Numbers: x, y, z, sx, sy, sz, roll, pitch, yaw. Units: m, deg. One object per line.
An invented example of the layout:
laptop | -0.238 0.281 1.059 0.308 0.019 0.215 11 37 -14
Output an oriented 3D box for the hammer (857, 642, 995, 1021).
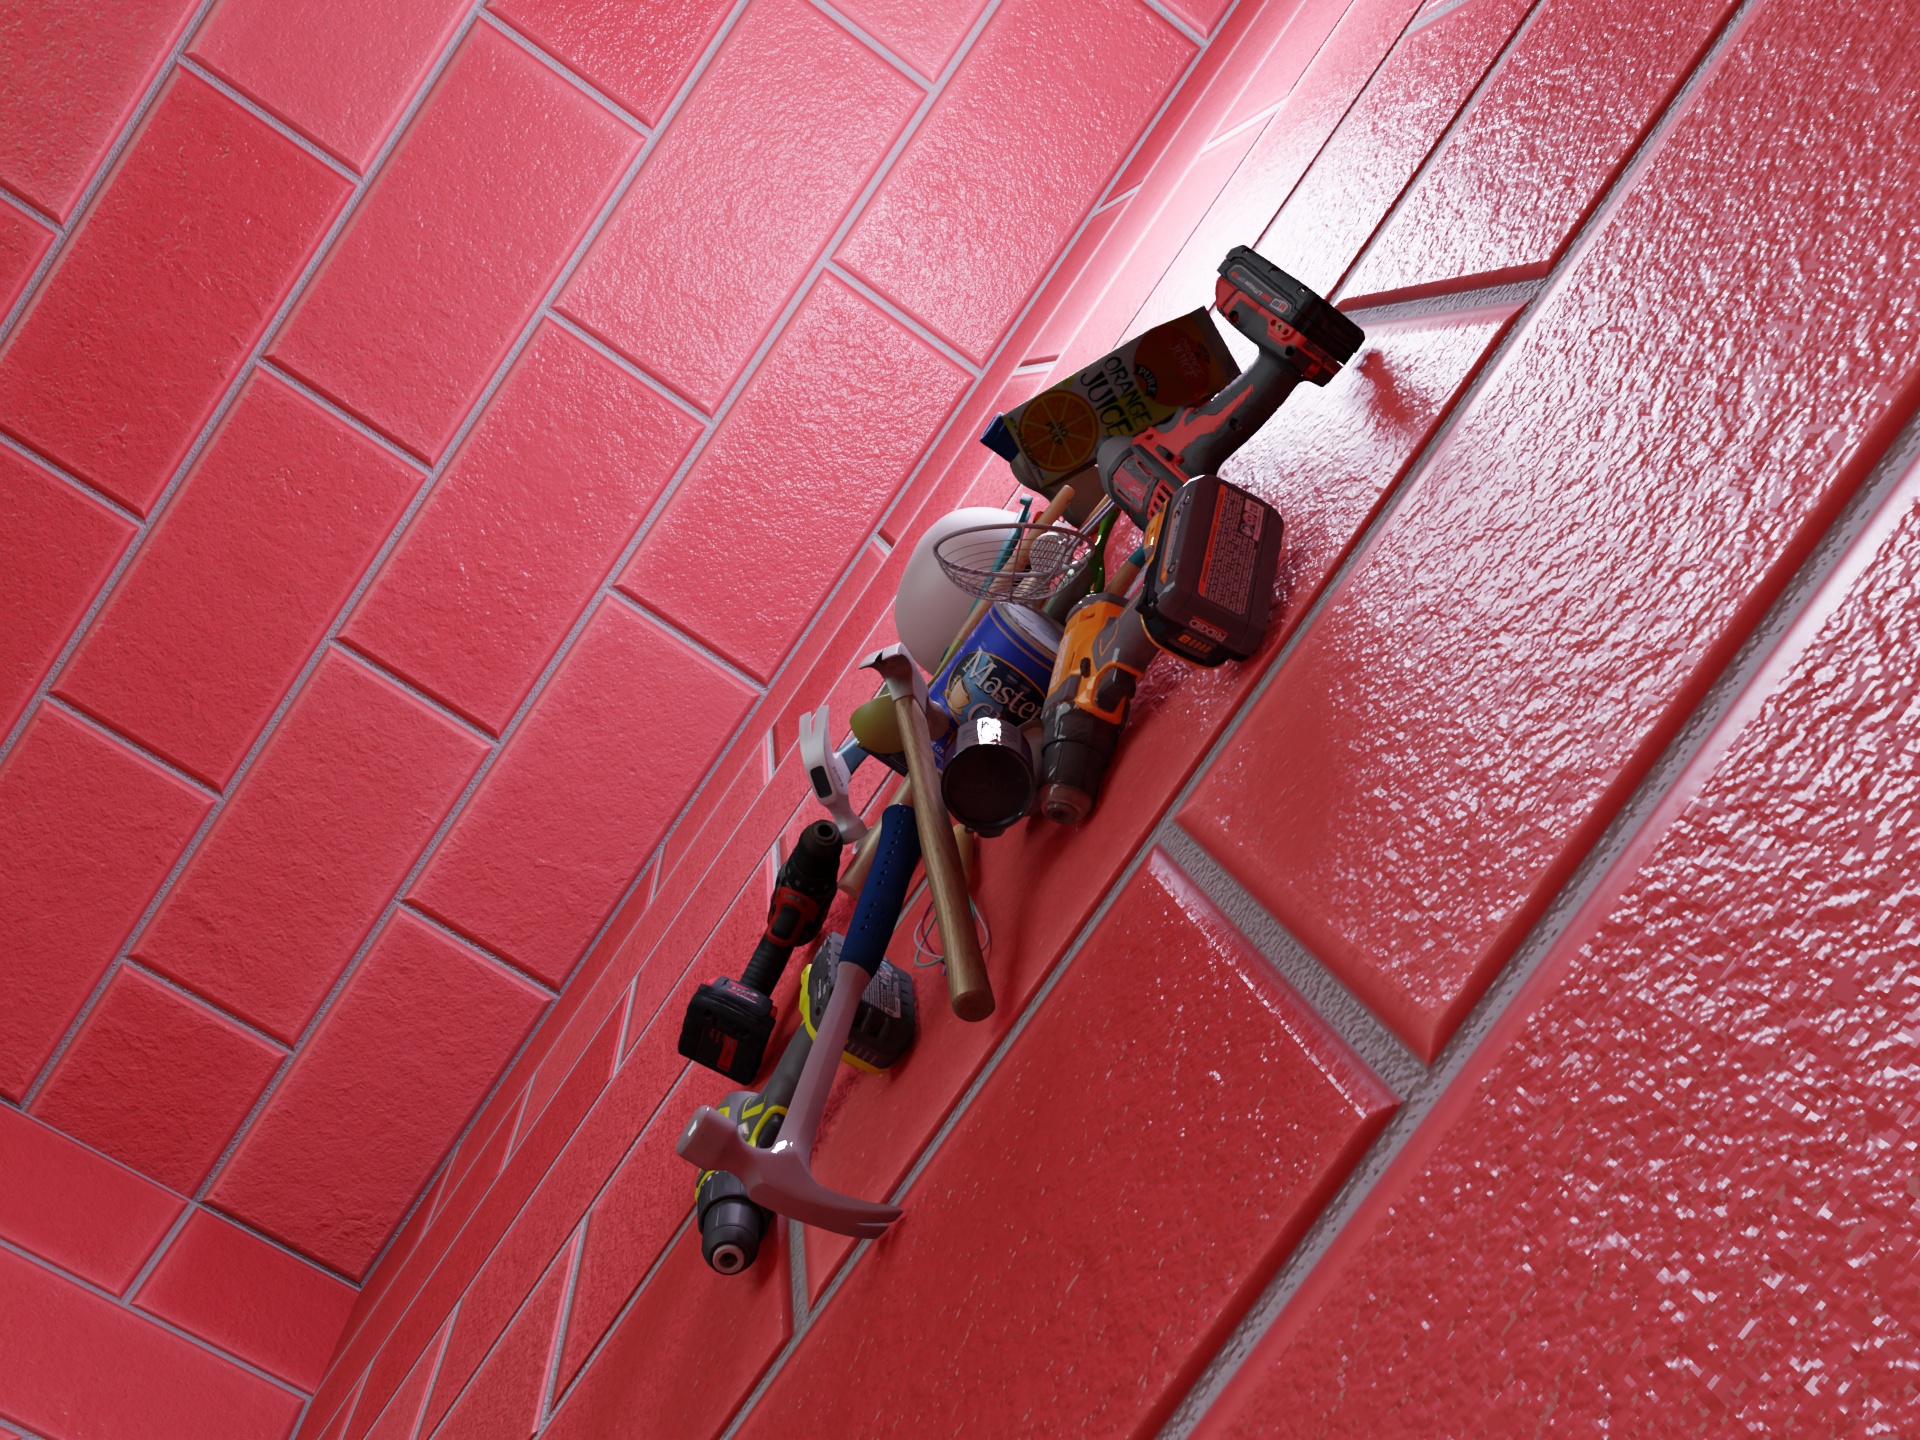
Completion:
hammer | -0.020 0.069 1.136 0.031 0.129 0.332 -22 45 8

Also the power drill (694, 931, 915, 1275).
power drill | -0.127 0.292 1.206 0.228 0.080 0.191 -56 12 12

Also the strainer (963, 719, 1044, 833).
strainer | 0.086 -0.007 1.238 0.258 0.050 0.086 -57 -33 -27

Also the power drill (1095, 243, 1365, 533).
power drill | 0.196 -0.247 1.239 0.219 0.078 0.143 -54 45 17

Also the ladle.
ladle | 0.006 -0.101 1.517 0.320 0.062 0.078 -55 -24 -10

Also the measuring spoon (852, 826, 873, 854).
measuring spoon | -0.068 0.108 1.603 0.124 0.018 0.034 -35 23 42

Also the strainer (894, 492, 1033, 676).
strainer | -0.021 -0.137 1.732 0.211 0.095 0.340 -64 3 -10

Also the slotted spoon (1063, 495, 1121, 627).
slotted spoon | 0.146 -0.212 1.472 0.070 0.031 0.314 78 -152 -55

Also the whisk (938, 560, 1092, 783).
whisk | 0.044 -0.037 1.396 0.057 0.059 0.246 -3 -49 -57

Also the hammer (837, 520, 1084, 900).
hammer | -0.002 -0.005 1.502 0.410 0.038 0.146 -59 -2 16

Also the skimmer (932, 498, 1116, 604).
skimmer | 0.103 -0.195 1.349 0.127 0.090 0.363 -10 24 37

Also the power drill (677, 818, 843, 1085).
power drill | -0.179 0.214 1.523 0.187 0.080 0.227 113 -177 -51

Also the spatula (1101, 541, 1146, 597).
spatula | 0.125 -0.119 1.363 0.317 0.044 0.082 -56 -4 9

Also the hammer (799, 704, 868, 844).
hammer | -0.093 0.016 1.681 0.033 0.128 0.331 -21 10 19

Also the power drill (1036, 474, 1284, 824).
power drill | 0.123 -0.041 1.096 0.226 0.084 0.185 -46 22 54

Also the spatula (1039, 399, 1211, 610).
spatula | 0.151 -0.203 1.537 0.322 0.041 0.081 -48 14 15

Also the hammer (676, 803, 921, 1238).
hammer | -0.073 0.190 1.126 0.035 0.144 0.406 -52 10 31

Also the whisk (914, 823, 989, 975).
whisk | -0.004 0.135 1.225 0.051 0.047 0.245 -42 11 14
